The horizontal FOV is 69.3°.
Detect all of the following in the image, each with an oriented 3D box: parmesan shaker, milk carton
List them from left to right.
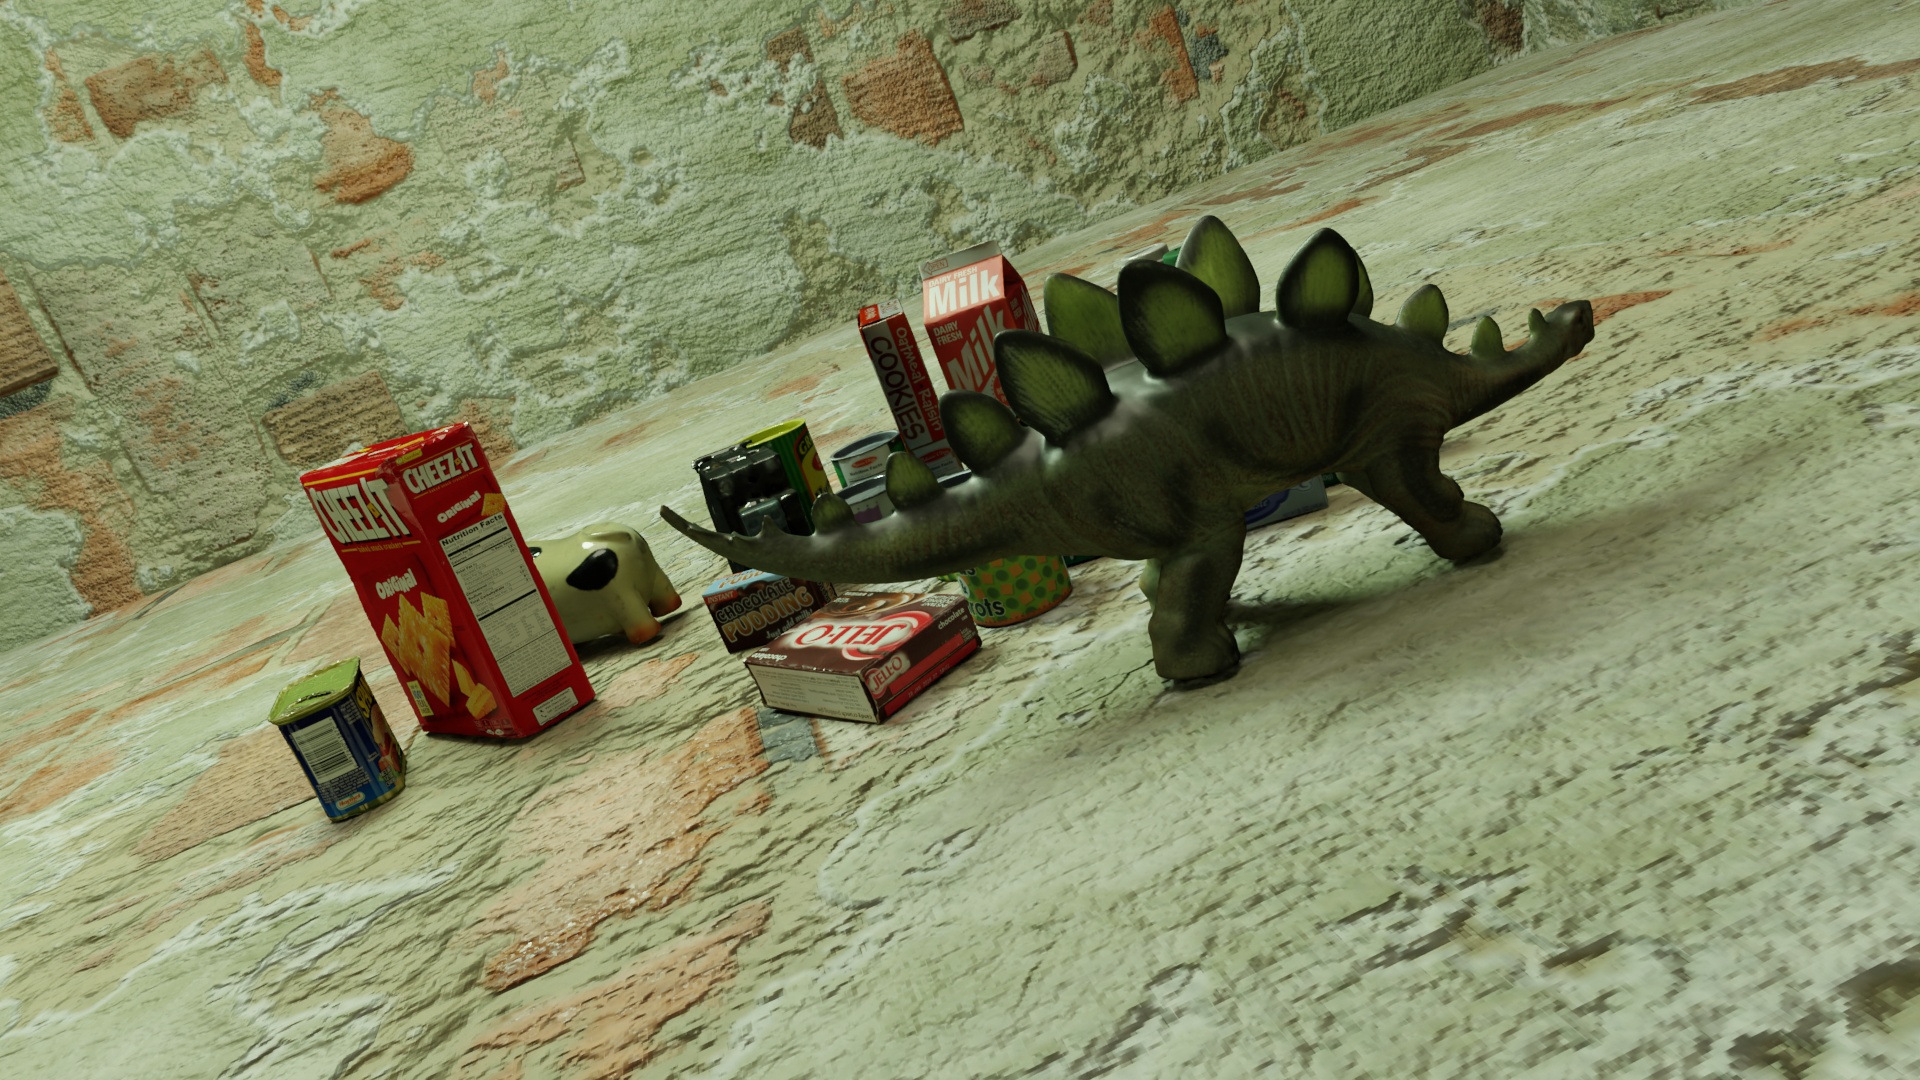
[{"bbox_3d":[-0.143,-0.043,1.167,0.071,0.103,0.071,-19,15,6],"label":"parmesan shaker"},{"bbox_3d":[0.030,-0.143,1.120,0.072,0.190,0.074,-15,16,20],"label":"milk carton"}]

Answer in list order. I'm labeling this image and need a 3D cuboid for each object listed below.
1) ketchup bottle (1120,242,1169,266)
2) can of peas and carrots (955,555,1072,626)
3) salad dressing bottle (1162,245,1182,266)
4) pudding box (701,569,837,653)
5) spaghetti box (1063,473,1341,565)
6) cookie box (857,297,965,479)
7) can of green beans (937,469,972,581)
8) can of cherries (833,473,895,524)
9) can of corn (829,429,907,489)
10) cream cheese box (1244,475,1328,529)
[{"bbox_3d":[0.162,-0.149,1.052,0.065,0.148,0.043,-29,17,-28],"label":"ketchup bottle"},{"bbox_3d":[0.026,0.014,0.842,0.071,0.058,0.071,-19,15,6],"label":"can of peas and carrots"},{"bbox_3d":[0.184,-0.140,0.996,0.044,0.147,0.064,-26,16,-19],"label":"salad dressing bottle"},{"bbox_3d":[-0.130,0.042,0.960,0.083,0.049,0.030,-15,16,19],"label":"pudding box"},{"bbox_3d":[0.157,-0.039,0.872,0.250,0.050,0.029,-18,15,11],"label":"spaghetti box"},{"bbox_3d":[-0.038,-0.112,1.145,0.040,0.167,0.123,-21,15,0],"label":"cookie box"},{"bbox_3d":[0.004,-0.011,0.958,0.071,0.057,0.071,-19,15,6],"label":"can of green beans"},{"bbox_3d":[-0.066,-0.012,1.045,0.071,0.058,0.072,-19,15,6],"label":"can of cherries"},{"bbox_3d":[-0.073,-0.059,1.213,0.071,0.058,0.071,-19,15,6],"label":"can of corn"},{"bbox_3d":[0.163,-0.032,0.833,0.104,0.053,0.024,-17,15,12],"label":"cream cheese box"}]
